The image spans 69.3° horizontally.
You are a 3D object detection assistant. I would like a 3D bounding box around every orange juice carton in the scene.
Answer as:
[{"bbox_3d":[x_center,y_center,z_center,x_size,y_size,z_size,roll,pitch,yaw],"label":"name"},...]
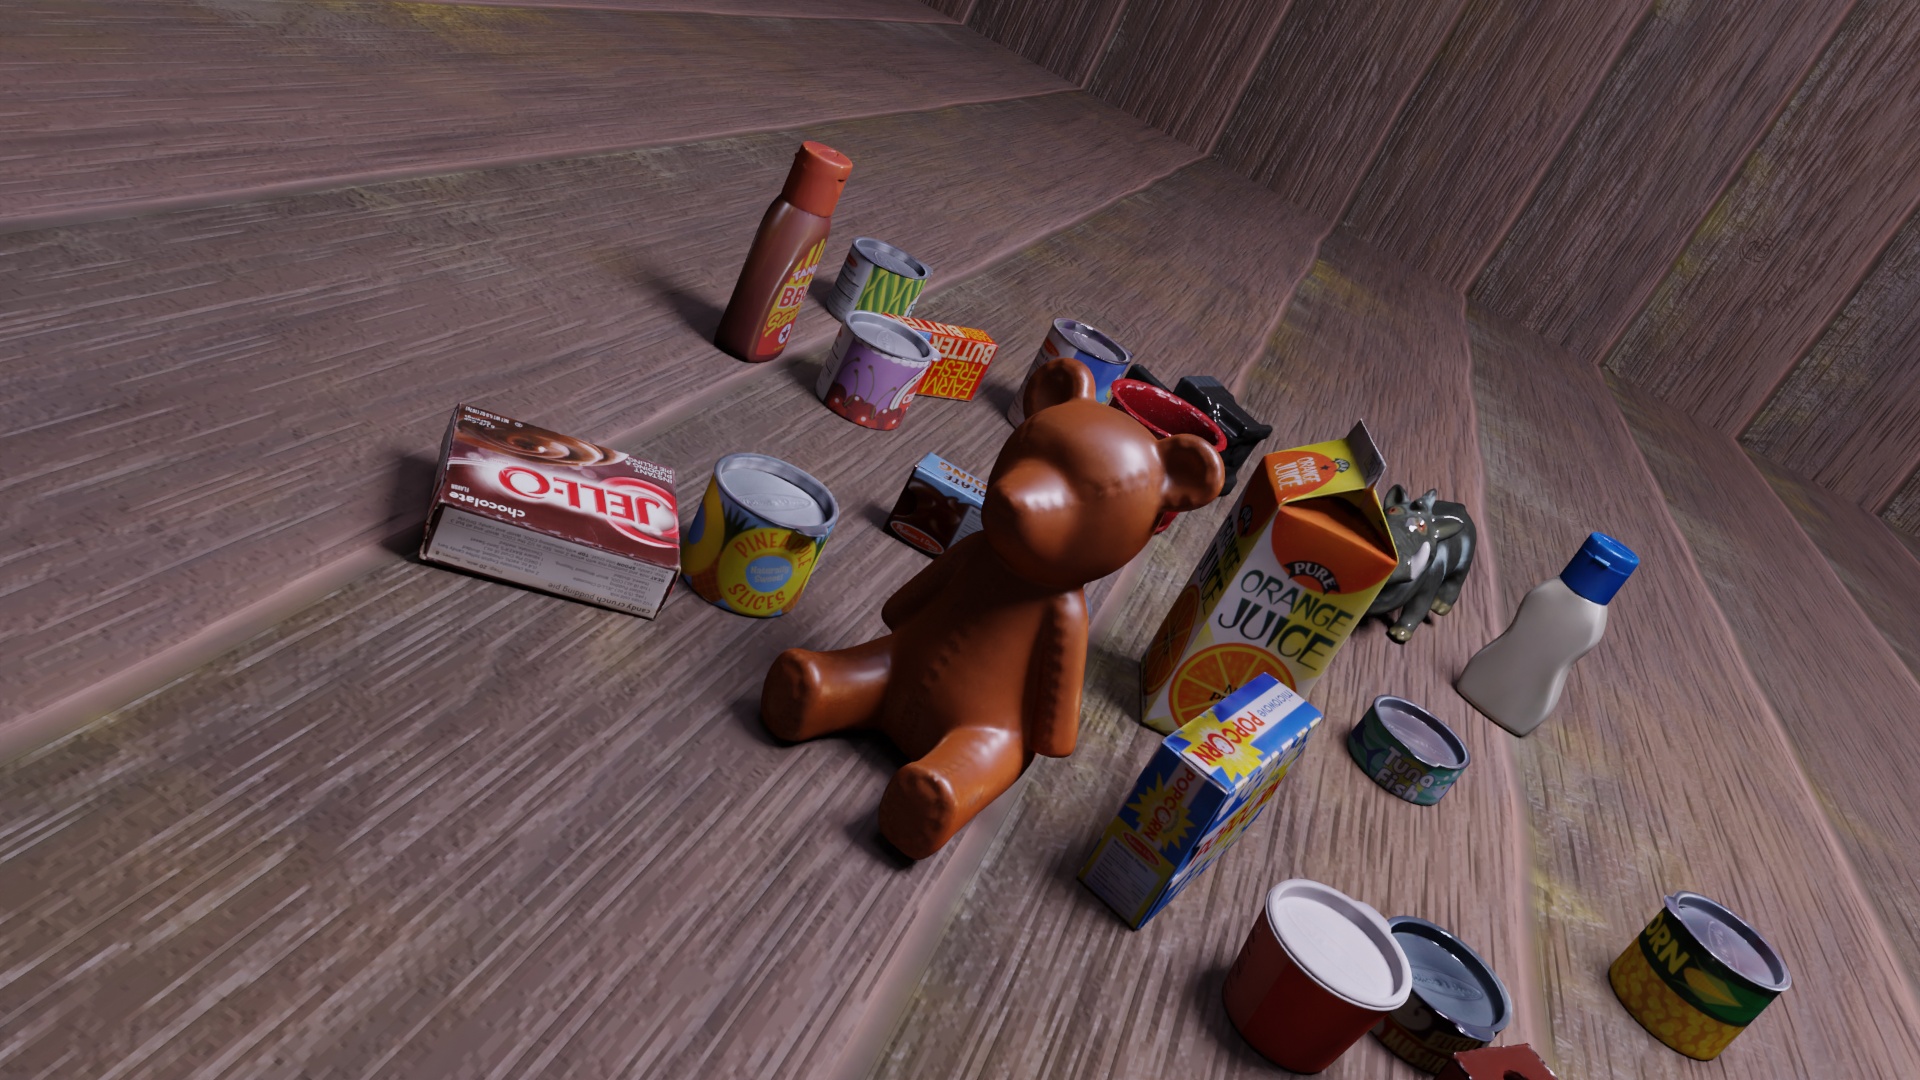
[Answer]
[{"bbox_3d":[0.174,0.025,0.760,0.073,0.191,0.072,25,25,-5],"label":"orange juice carton"}]

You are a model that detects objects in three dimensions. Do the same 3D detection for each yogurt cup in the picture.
[{"bbox_3d":[0.148,0.188,0.592,0.072,0.053,0.073,22,26,-11],"label":"yogurt cup"}]

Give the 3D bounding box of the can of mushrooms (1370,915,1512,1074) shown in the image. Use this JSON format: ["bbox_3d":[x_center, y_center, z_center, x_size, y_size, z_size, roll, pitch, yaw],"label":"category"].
[{"bbox_3d":[0.215,0.210,0.638,0.071,0.033,0.071,22,26,-11],"label":"can of mushrooms"}]

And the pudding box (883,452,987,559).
[{"bbox_3d":[0.003,-0.010,0.827,0.084,0.049,0.030,28,25,3],"label":"pudding box"}]

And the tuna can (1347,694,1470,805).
[{"bbox_3d":[0.273,0.129,0.846,0.071,0.032,0.071,22,26,-11],"label":"tuna can"}]

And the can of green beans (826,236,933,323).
[{"bbox_3d":[-0.066,-0.200,1.107,0.071,0.057,0.071,22,26,-11],"label":"can of green beans"}]

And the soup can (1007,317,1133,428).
[{"bbox_3d":[0.085,-0.118,1.067,0.071,0.083,0.072,22,26,-11],"label":"soup can"}]

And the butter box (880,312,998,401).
[{"bbox_3d":[-0.025,-0.135,1.029,0.104,0.053,0.024,2,35,-42],"label":"butter box"}]

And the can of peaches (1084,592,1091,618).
[{"bbox_3d":[0.027,0.044,0.738,0.071,0.057,0.071,22,26,-11],"label":"can of peaches"}]

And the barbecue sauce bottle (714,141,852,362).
[{"bbox_3d":[-0.118,-0.195,0.942,0.044,0.148,0.065,31,25,7],"label":"barbecue sauce bottle"}]

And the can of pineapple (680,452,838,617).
[{"bbox_3d":[-0.102,-0.002,0.700,0.071,0.057,0.071,22,26,-11],"label":"can of pineapple"}]

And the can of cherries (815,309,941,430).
[{"bbox_3d":[-0.057,-0.116,0.957,0.071,0.058,0.072,22,26,-11],"label":"can of cherries"}]

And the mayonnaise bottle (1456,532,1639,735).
[{"bbox_3d":[0.414,0.063,0.971,0.065,0.147,0.041,40,28,26],"label":"mayonnaise bottle"}]

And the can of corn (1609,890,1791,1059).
[{"bbox_3d":[0.390,0.230,0.740,0.071,0.058,0.071,22,26,-11],"label":"can of corn"}]

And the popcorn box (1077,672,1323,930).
[{"bbox_3d":[0.116,0.119,0.653,0.038,0.085,0.127,38,27,22],"label":"popcorn box"}]
